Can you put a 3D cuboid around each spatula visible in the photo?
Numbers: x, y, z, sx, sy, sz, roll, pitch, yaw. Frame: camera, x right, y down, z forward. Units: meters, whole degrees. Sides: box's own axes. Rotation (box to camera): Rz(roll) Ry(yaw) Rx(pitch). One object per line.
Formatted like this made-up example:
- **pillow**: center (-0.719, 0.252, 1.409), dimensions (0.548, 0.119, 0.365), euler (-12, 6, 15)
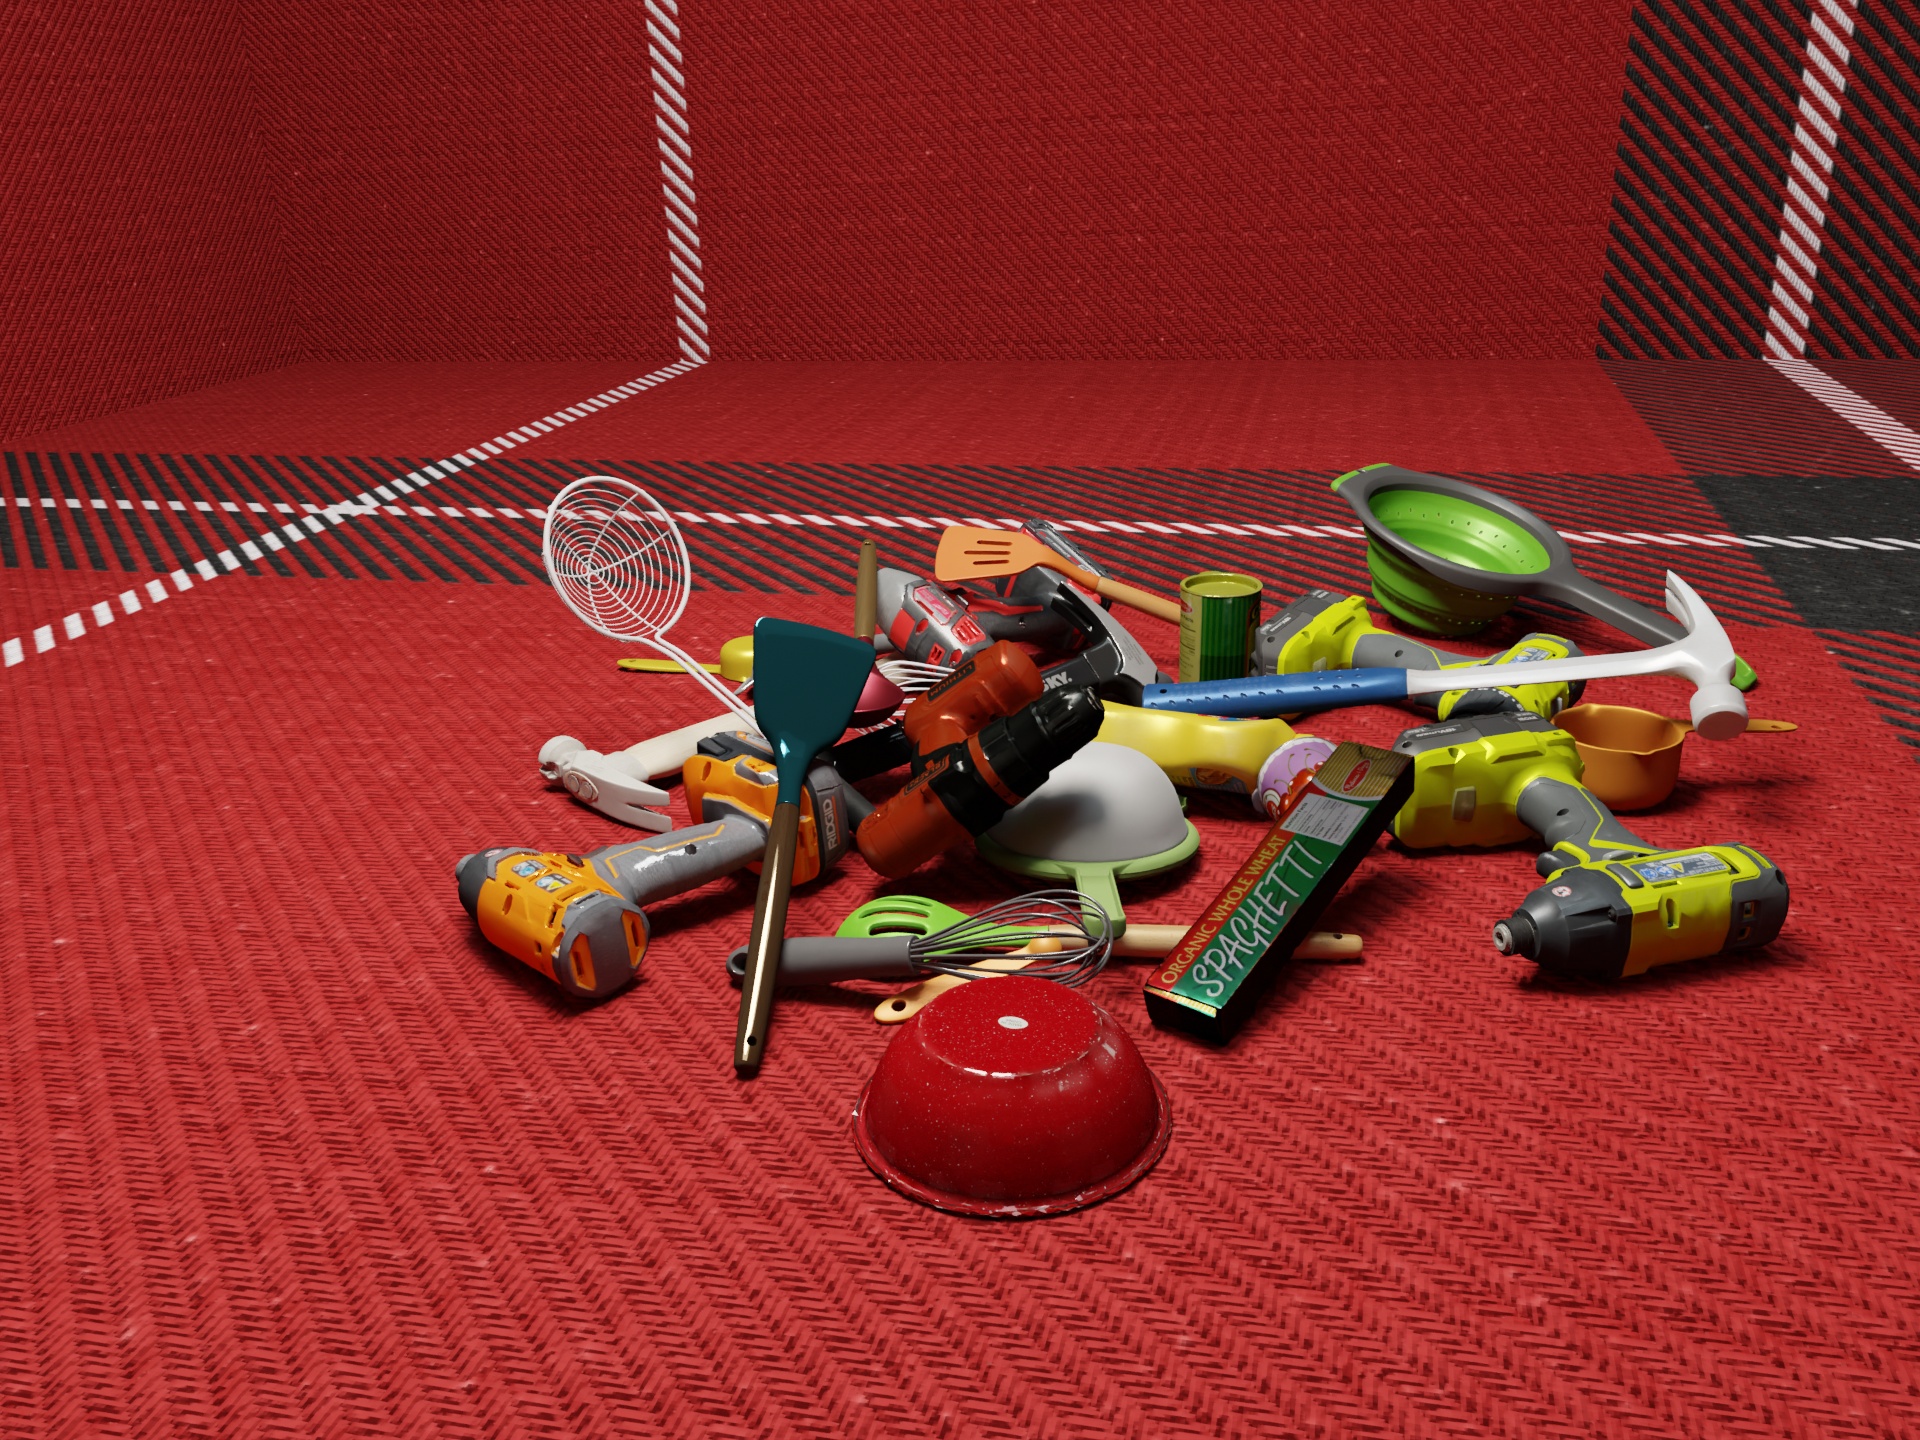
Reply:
- **spatula**: center (0.136, -0.104, 1.382), dimensions (0.322, 0.041, 0.081), euler (20, 42, -10)
- **spatula**: center (-0.105, 0.066, 0.945), dimensions (0.082, 0.044, 0.318), euler (15, 44, -11)

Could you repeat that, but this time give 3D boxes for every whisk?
- **whisk**: center (-0.027, 0.128, 0.890), dimensions (0.239, 0.055, 0.055), euler (-7, 19, 22)
- **whisk**: center (0.042, -0.022, 1.291), dimensions (0.284, 0.070, 0.070), euler (-4, 21, -18)

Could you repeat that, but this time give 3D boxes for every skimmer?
- **skimmer**: center (-0.165, -0.044, 1.136), dimensions (0.363, 0.090, 0.127), euler (39, 35, 25)

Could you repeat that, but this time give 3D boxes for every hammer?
- **hammer**: center (0.334, -0.031, 1.149), dimensions (0.405, 0.035, 0.144), euler (-5, 43, 18)
- **hammer**: center (-0.127, -0.006, 1.291), dimensions (0.146, 0.038, 0.410), euler (19, 30, 40)
- **hammer**: center (-0.002, -0.004, 1.208), dimensions (0.334, 0.035, 0.146), euler (-20, 65, -25)

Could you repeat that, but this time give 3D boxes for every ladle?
- **ladle**: center (-0.077, -0.074, 1.251), dimensions (0.069, 0.031, 0.316), euler (-1, 31, -1)

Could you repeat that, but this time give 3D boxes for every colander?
- **colander**: center (0.503, -0.102, 1.422), dimensions (0.397, 0.094, 0.204), euler (35, 39, 30)

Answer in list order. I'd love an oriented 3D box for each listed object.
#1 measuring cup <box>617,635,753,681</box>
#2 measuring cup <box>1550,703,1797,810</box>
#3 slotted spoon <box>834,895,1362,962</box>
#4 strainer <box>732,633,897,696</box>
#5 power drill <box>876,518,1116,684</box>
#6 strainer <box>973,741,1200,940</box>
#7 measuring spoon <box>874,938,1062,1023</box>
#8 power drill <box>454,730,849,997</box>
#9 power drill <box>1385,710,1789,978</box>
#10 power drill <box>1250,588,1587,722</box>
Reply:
- **measuring cup**: center (-0.238, -0.060, 1.444), dimensions (0.156, 0.029, 0.062), euler (3, 22, 8)
- **measuring cup**: center (0.501, 0.027, 1.122), dimensions (0.173, 0.052, 0.095), euler (-1, 21, -3)
- **slotted spoon**: center (0.078, 0.128, 0.943), dimensions (0.314, 0.031, 0.070), euler (1, 29, 5)
- **strainer**: center (-0.099, -0.065, 1.425), dimensions (0.258, 0.050, 0.087), euler (-12, -4, -38)
- **power drill**: center (0.021, -0.104, 1.402), dimensions (0.219, 0.078, 0.143), euler (-21, 54, -43)
- **strainer**: center (0.083, 0.064, 1.006), dimensions (0.151, 0.069, 0.256), euler (0, 14, 1)
- **measuring spoon**: center (0.005, 0.145, 0.902), dimensions (0.117, 0.011, 0.021), euler (-20, 44, -16)
- **power drill**: center (-0.202, 0.084, 1.015), dimensions (0.164, 0.084, 0.226), euler (17, 33, 41)
- **power drill**: center (0.361, 0.077, 0.979), dimensions (0.171, 0.080, 0.223), euler (-8, 25, -13)
- **power drill**: center (0.345, -0.026, 1.238), dimensions (0.229, 0.080, 0.190), euler (18, 35, 37)
